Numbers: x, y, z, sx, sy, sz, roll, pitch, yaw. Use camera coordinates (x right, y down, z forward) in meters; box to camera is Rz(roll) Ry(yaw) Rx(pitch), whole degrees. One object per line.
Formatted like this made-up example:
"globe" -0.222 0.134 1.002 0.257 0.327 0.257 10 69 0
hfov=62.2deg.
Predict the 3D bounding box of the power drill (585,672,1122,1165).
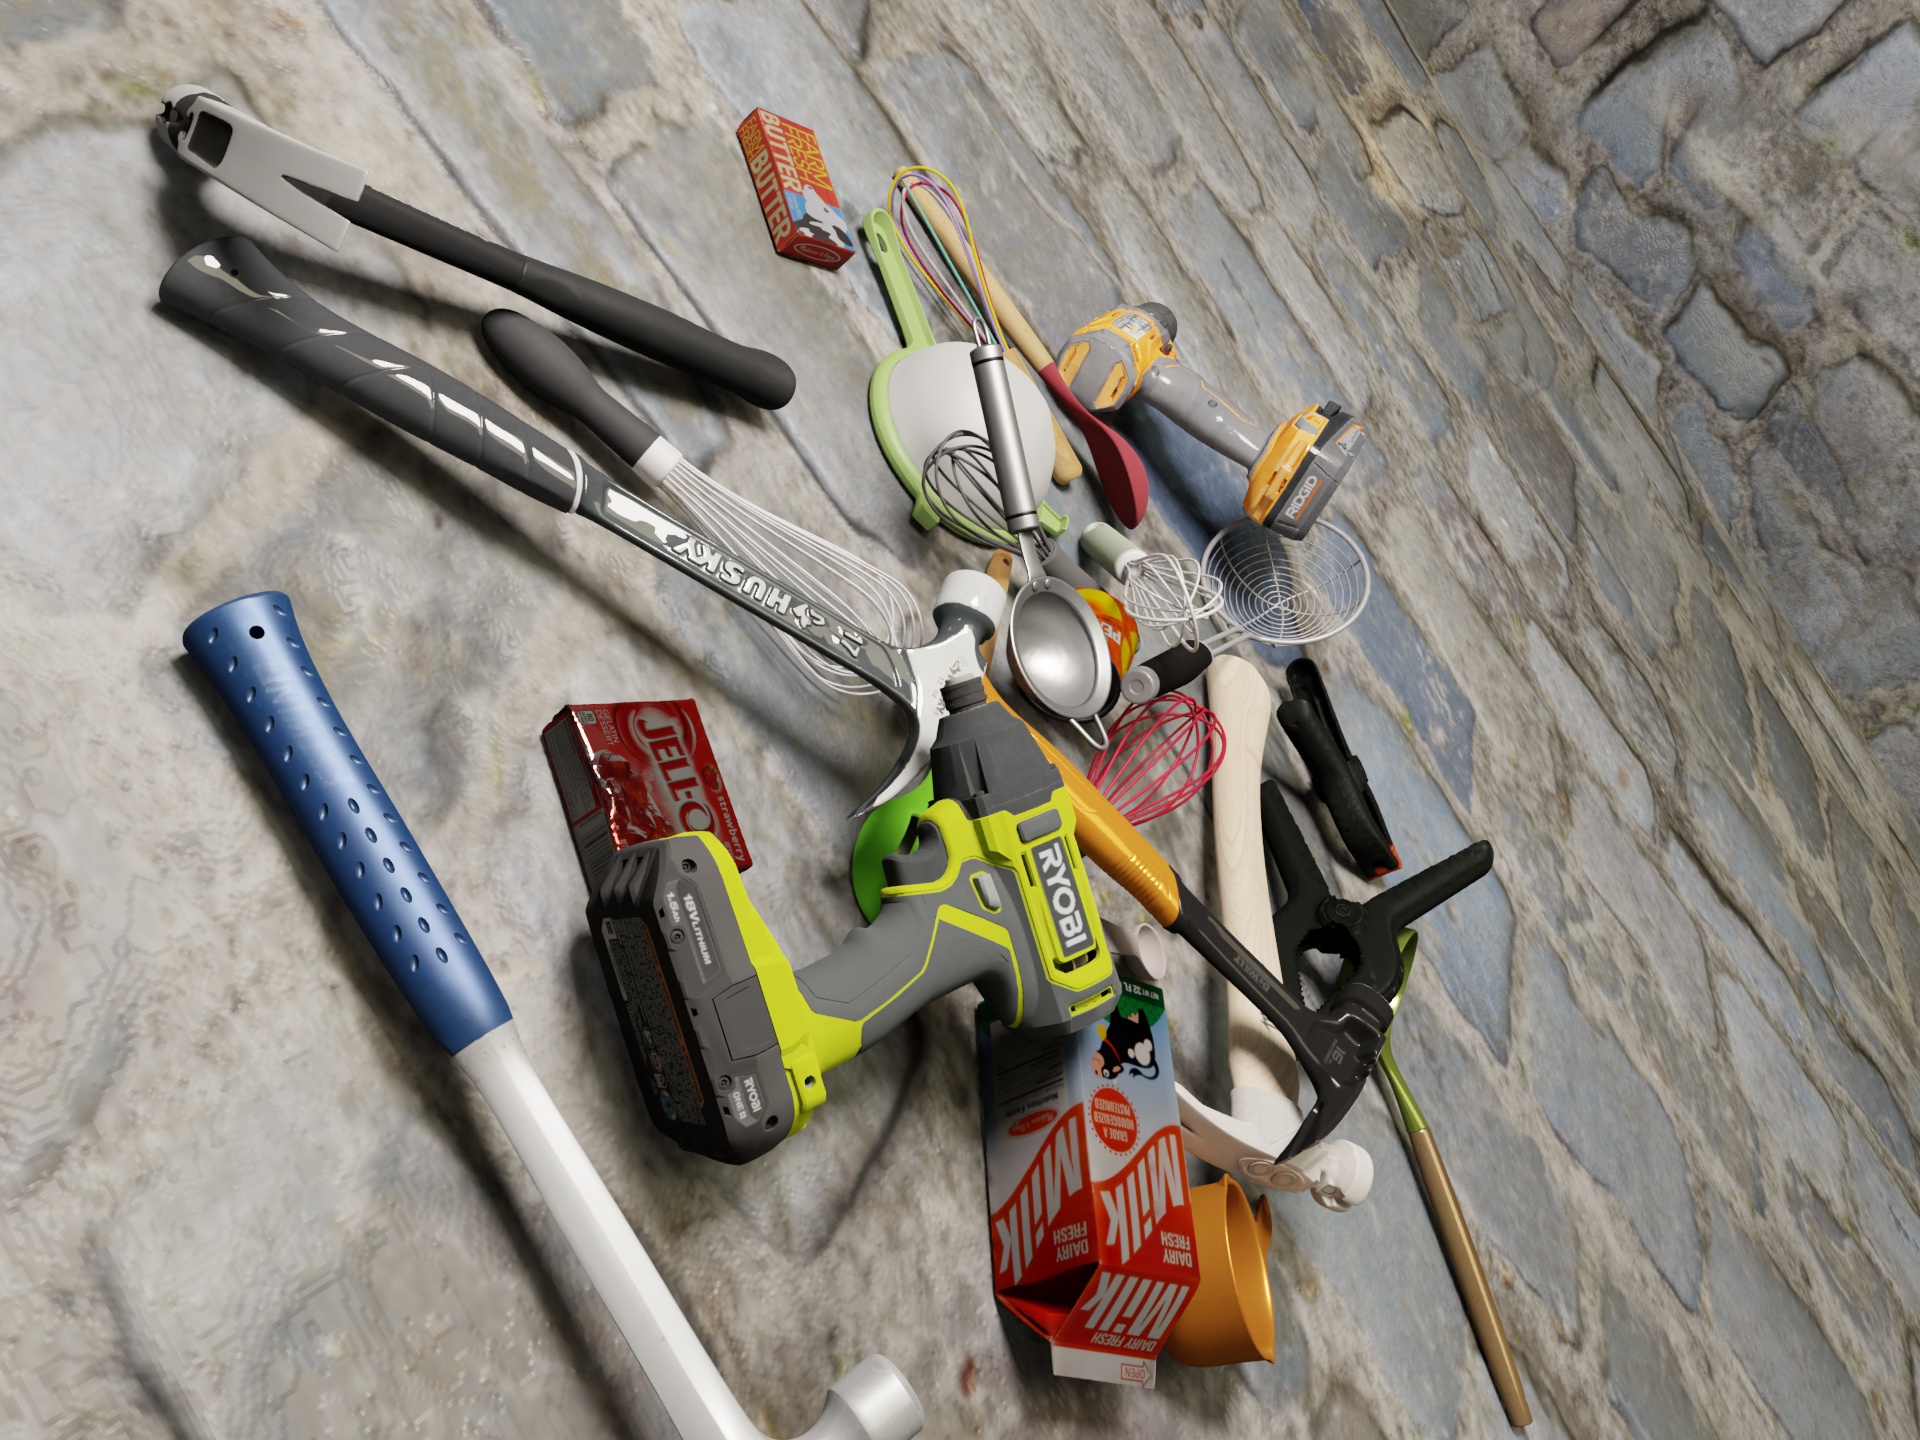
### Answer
"power drill" -0.040 0.083 0.702 0.223 0.080 0.171 -19 92 -35

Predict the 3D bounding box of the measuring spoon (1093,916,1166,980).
"measuring spoon" 0.079 0.125 0.905 0.124 0.018 0.034 26 50 -48

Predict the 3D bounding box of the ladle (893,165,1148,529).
"ladle" 0.046 -0.274 1.149 0.031 0.069 0.315 -34 85 -11

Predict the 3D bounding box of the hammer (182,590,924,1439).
"hammer" -0.178 0.131 0.593 0.144 0.035 0.405 -30 82 -30

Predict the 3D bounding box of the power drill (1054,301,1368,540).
"power drill" 0.195 -0.245 1.221 0.226 0.084 0.185 32 32 5

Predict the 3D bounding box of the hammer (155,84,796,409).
"hammer" -0.208 -0.217 0.791 0.146 0.035 0.334 35 13 39

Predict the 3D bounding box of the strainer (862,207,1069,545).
"strainer" 0.000 -0.242 1.049 0.151 0.069 0.256 -4 69 -49

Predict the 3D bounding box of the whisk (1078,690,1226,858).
"whisk" 0.077 0.059 0.936 0.073 0.073 0.296 54 44 -4

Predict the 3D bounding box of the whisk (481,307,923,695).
"whisk" -0.133 -0.113 0.829 0.284 0.070 0.070 41 40 -13

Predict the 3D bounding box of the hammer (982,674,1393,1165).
"hammer" 0.093 0.085 0.869 0.337 0.034 0.127 45 43 2

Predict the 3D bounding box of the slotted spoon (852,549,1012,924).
"slotted spoon" -0.001 -0.003 0.915 0.070 0.031 0.314 37 40 -19

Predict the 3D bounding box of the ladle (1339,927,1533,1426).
"ladle" 0.321 0.291 1.039 0.078 0.062 0.320 19 51 -64

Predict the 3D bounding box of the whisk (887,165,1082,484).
"whisk" 0.021 -0.277 1.114 0.245 0.047 0.051 60 -5 -5

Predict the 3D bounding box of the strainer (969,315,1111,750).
"strainer" 0.037 -0.105 0.915 0.087 0.050 0.258 -13 91 -49

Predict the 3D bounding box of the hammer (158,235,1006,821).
"hammer" -0.167 -0.096 0.742 0.408 0.036 0.149 30 60 -18

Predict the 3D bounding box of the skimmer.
"skimmer" 0.190 -0.082 1.091 0.127 0.090 0.363 27 21 18

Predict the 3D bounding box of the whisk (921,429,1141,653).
"whisk" 0.052 -0.102 1.004 0.238 0.055 0.055 40 39 -43

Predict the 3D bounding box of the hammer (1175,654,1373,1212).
"hammer" 0.170 0.098 0.997 0.146 0.038 0.411 28 39 -19

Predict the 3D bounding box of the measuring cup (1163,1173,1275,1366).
"measuring cup" 0.135 0.285 0.851 0.173 0.052 0.095 9 67 -74

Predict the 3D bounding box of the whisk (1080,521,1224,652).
"whisk" 0.112 -0.094 1.005 0.246 0.058 0.059 -116 -172 -71
